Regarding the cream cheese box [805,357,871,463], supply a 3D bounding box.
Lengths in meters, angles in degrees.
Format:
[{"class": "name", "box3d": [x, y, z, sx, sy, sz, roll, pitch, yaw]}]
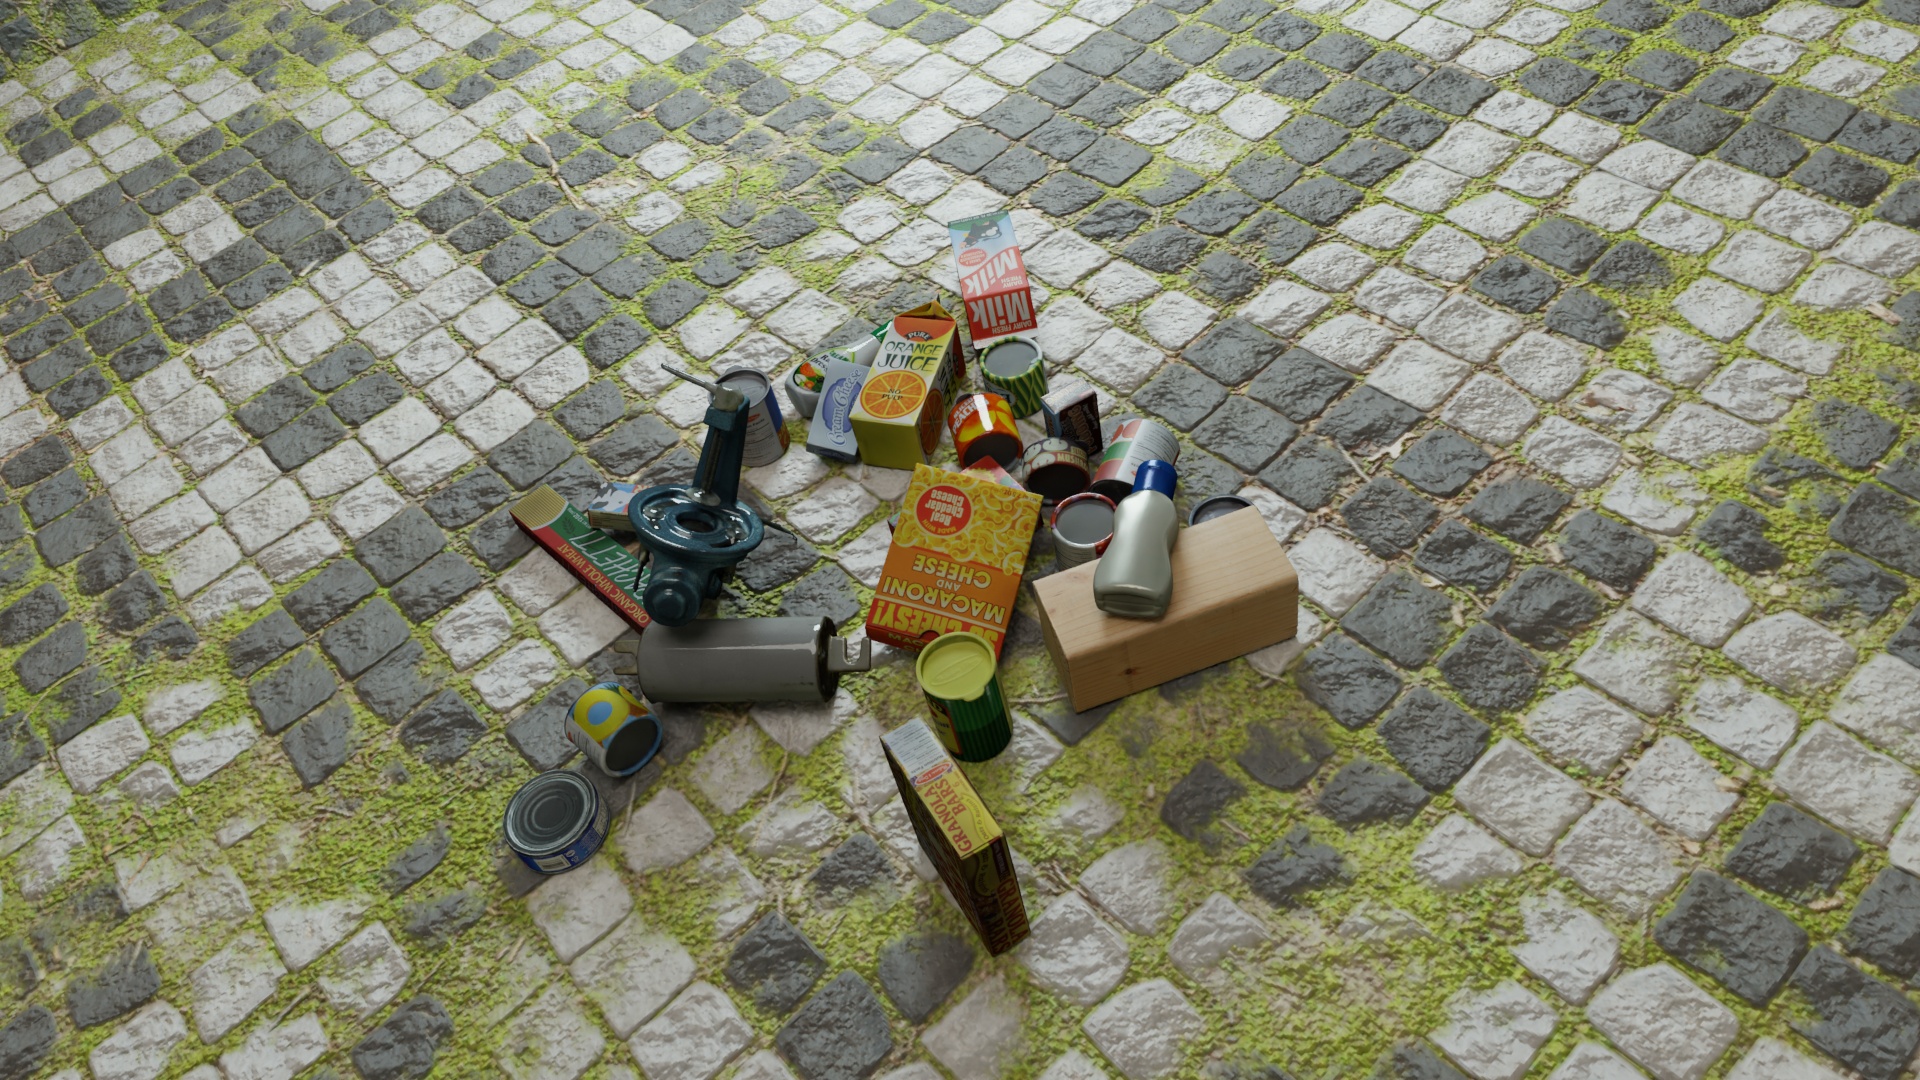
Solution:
[{"class": "cream cheese box", "box3d": [-0.123, -0.135, 1.443, 0.053, 0.024, 0.104, 13, 68, -3]}]

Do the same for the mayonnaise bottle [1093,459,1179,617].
[{"class": "mayonnaise bottle", "box3d": [0.155, -0.004, 1.171, 0.065, 0.041, 0.149, 6, 50, 16]}]

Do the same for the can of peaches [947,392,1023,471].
[{"class": "can of peaches", "box3d": [0.024, -0.105, 1.383, 0.071, 0.071, 0.058, -15, 51, -1]}]

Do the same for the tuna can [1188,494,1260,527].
[{"class": "tuna can", "box3d": [0.242, -0.006, 1.278, 0.071, 0.032, 0.071, -6, 50, 7]}]

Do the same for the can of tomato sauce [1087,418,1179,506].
[{"class": "can of tomato sauce", "box3d": [0.165, -0.064, 1.323, 0.071, 0.070, 0.083, 12, 54, 21]}]

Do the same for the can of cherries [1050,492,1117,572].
[{"class": "can of cherries", "box3d": [0.119, -0.004, 1.285, 0.071, 0.058, 0.072, -6, 50, 8]}]

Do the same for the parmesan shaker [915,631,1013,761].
[{"class": "parmesan shaker", "box3d": [0.006, 0.135, 1.165, 0.071, 0.102, 0.072, -6, 49, 8]}]

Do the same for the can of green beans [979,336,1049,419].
[{"class": "can of green beans", "box3d": [0.056, -0.169, 1.437, 0.071, 0.057, 0.071, -6, 50, 7]}]

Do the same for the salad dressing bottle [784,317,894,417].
[{"class": "salad dressing bottle", "box3d": [-0.119, -0.190, 1.501, 0.148, 0.043, 0.064, -35, 61, -17]}]

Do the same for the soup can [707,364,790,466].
[{"class": "soup can", "box3d": [-0.220, -0.130, 1.447, 0.071, 0.083, 0.072, -6, 50, 7]}]

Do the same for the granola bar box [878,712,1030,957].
[{"class": "granola bar box", "box3d": [-0.002, 0.224, 1.052, 0.039, 0.164, 0.124, -29, 51, -13]}]

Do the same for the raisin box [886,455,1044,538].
[{"class": "raisin box", "box3d": [0.005, -0.017, 1.334, 0.124, 0.040, 0.086, -34, 52, -14]}]

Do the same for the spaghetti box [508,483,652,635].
[{"class": "spaghetti box", "box3d": [-0.363, 0.020, 1.389, 0.050, 0.028, 0.250, -41, 54, -22]}]

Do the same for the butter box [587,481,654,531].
[{"class": "butter box", "box3d": [-0.319, -0.032, 1.407, 0.103, 0.024, 0.053, 6, 37, 2]}]

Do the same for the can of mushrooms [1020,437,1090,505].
[{"class": "can of mushrooms", "box3d": [0.094, -0.067, 1.337, 0.071, 0.070, 0.034, -6, 51, 7]}]

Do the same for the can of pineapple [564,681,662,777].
[{"class": "can of pineapple", "box3d": [-0.305, 0.166, 1.230, 0.058, 0.070, 0.071, 32, 64, 32]}]

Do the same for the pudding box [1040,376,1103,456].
[{"class": "pudding box", "box3d": [0.109, -0.115, 1.363, 0.050, 0.083, 0.030, -28, 51, -11]}]

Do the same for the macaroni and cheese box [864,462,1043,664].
[{"class": "macaroni and cheese box", "box3d": [-0.005, 0.023, 1.260, 0.124, 0.040, 0.167, 15, 67, 5]}]

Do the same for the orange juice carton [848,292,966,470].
[{"class": "orange juice carton", "box3d": [-0.046, -0.169, 1.450, 0.073, 0.071, 0.194, 7, 53, 17]}]

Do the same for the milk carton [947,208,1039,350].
[{"class": "milk carton", "box3d": [0.037, -0.274, 1.513, 0.072, 0.073, 0.191, -12, 46, 1]}]
